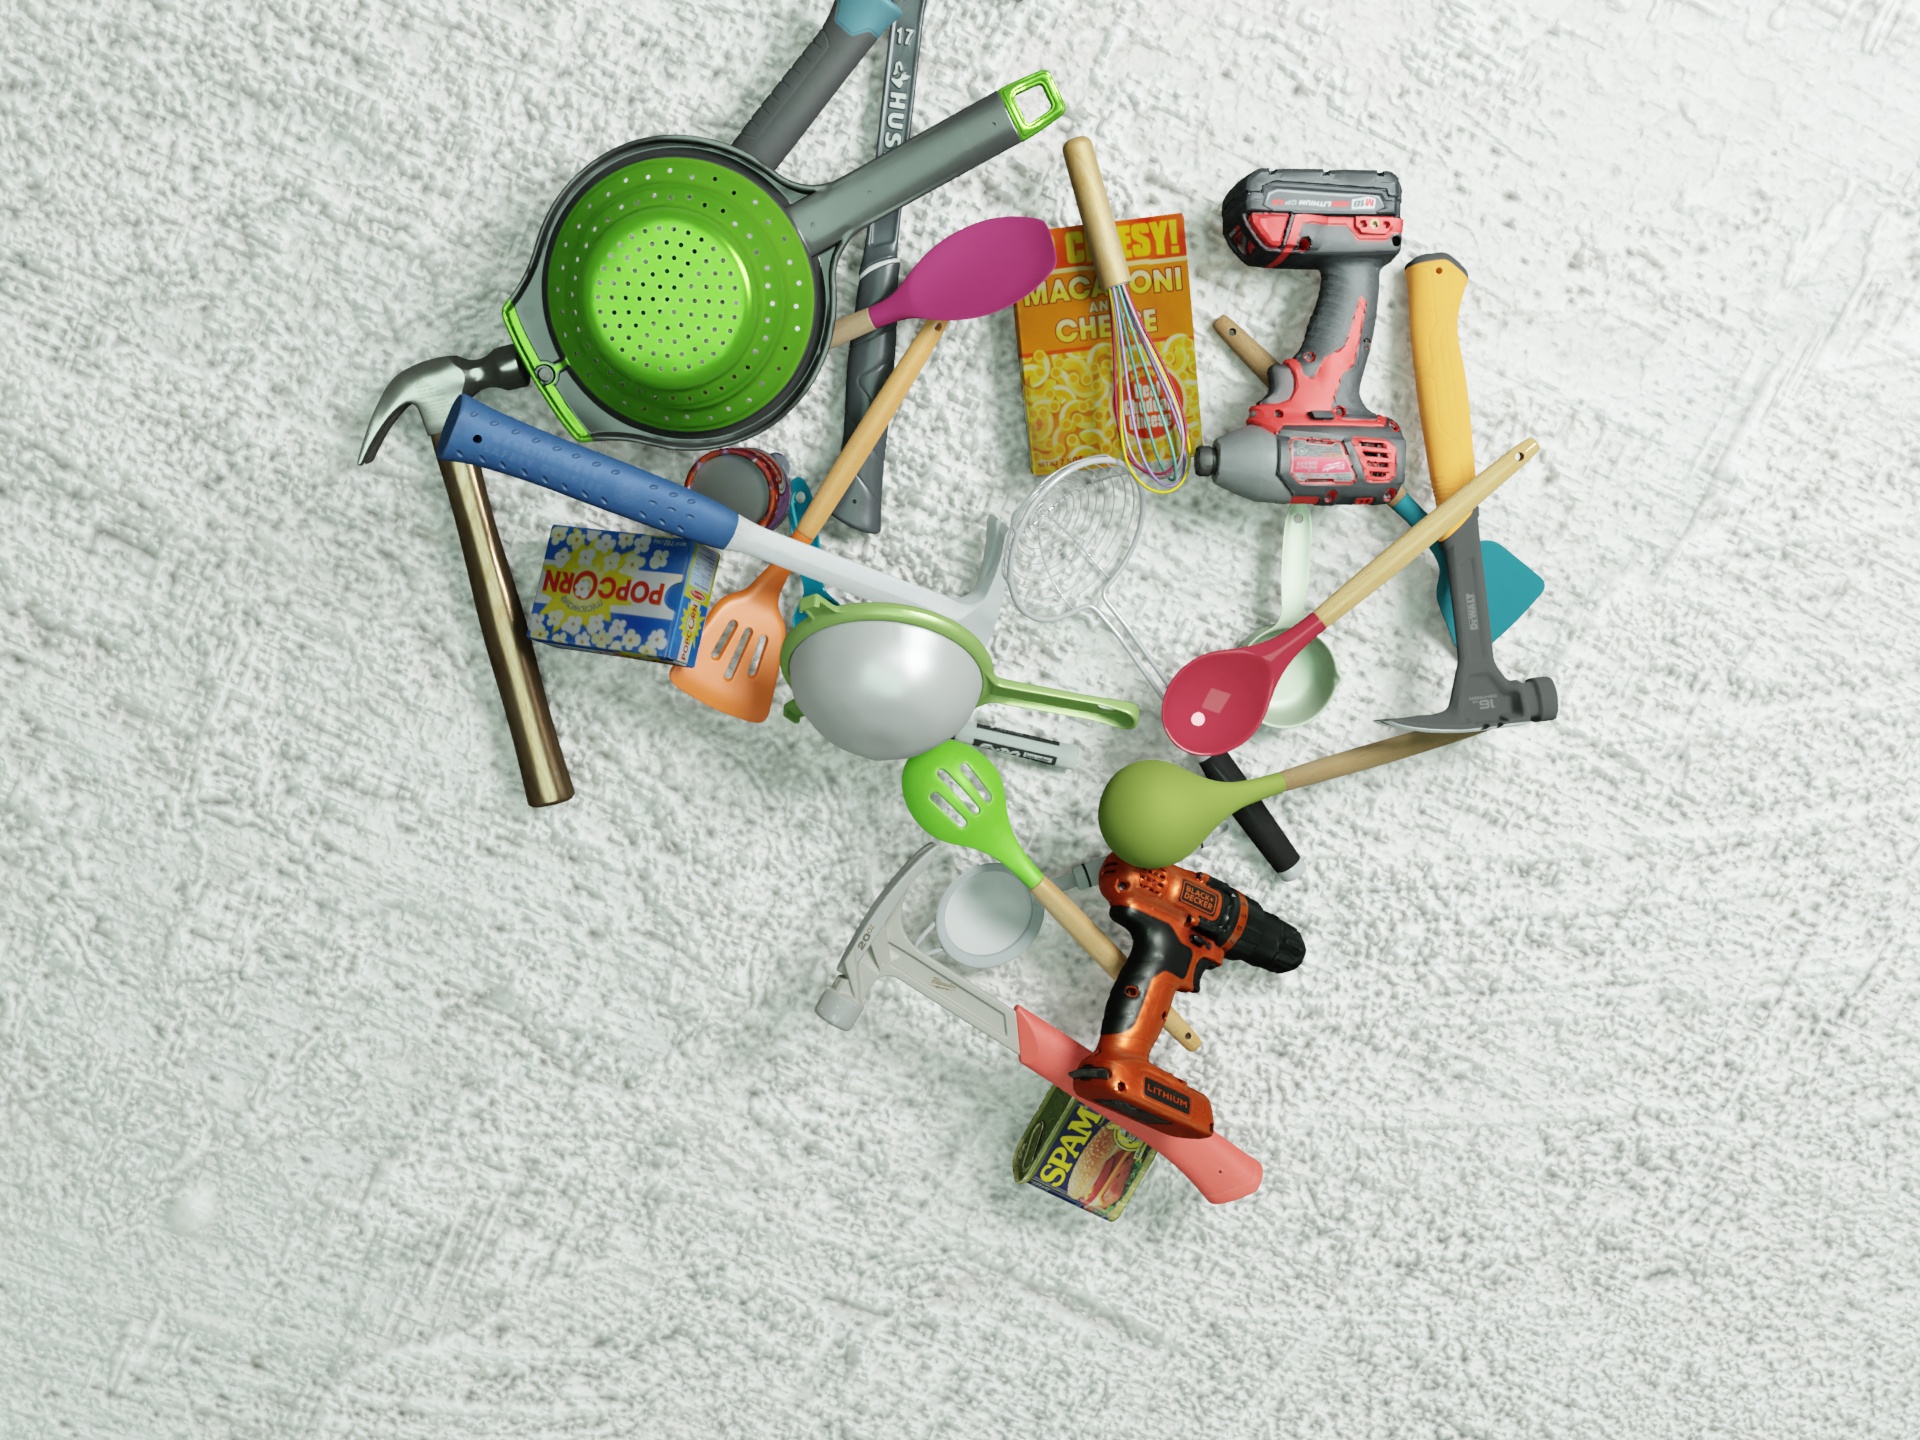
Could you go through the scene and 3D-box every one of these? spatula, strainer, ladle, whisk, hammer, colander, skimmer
[{"bbox_3d":[0.296,-0.177,1.156,0.317,0.044,0.082,44,97,-4],"label":"spatula"},{"bbox_3d":[0.084,0.122,1.202,0.258,0.050,0.086,-19,113,-3],"label":"strainer"},{"bbox_3d":[0.249,0.037,1.158,0.320,0.062,0.078,-15,97,-18],"label":"ladle"},{"bbox_3d":[-0.002,-0.004,1.101,0.256,0.151,0.069,10,57,-6],"label":"strainer"},{"bbox_3d":[0.109,-0.273,1.080,0.047,0.051,0.245,-16,98,8],"label":"whisk"},{"bbox_3d":[-0.049,-0.335,1.112,0.149,0.036,0.409,6,102,-2],"label":"hammer"},{"bbox_3d":[0.340,-0.159,1.120,0.127,0.034,0.337,-6,90,-5],"label":"hammer"},{"bbox_3d":[-0.111,-0.309,1.017,0.397,0.094,0.204,-27,105,5],"label":"colander"},{"bbox_3d":[0.078,0.242,1.173,0.359,0.037,0.149,34,86,-10],"label":"hammer"},{"bbox_3d":[-0.161,-0.358,1.078,0.128,0.033,0.331,43,104,3],"label":"hammer"},{"bbox_3d":[-0.094,-0.148,1.114,0.081,0.041,0.322,27,104,-26],"label":"spatula"},{"bbox_3d":[-0.142,-0.129,1.066,0.405,0.035,0.144,19,104,-30],"label":"hammer"},{"bbox_3d":[-0.342,-0.096,1.155,0.130,0.031,0.331,-12,101,1],"label":"hammer"},{"bbox_3d":[0.268,-0.087,1.097,0.315,0.031,0.069,-40,94,11],"label":"ladle"},{"bbox_3d":[0.157,-0.024,1.146,0.127,0.090,0.363,-40,102,-14],"label":"skimmer"}]

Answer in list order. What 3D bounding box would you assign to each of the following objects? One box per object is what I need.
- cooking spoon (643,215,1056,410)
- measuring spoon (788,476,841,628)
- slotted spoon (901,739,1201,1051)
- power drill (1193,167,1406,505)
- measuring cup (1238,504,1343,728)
[{"bbox_3d":[-0.083,-0.268,1.095,0.319,0.017,0.069,-18,73,17],"label":"cooking spoon"},{"bbox_3d":[-0.107,-0.114,1.166,0.042,0.021,0.128,-8,93,15],"label":"measuring spoon"},{"bbox_3d":[0.074,0.135,1.170,0.070,0.031,0.313,-46,103,-11],"label":"slotted spoon"},{"bbox_3d":[0.233,-0.258,1.094,0.143,0.078,0.219,0,94,-3],"label":"power drill"},{"bbox_3d":[0.239,-0.079,1.167,0.083,0.038,0.167,2,99,-1],"label":"measuring cup"}]
